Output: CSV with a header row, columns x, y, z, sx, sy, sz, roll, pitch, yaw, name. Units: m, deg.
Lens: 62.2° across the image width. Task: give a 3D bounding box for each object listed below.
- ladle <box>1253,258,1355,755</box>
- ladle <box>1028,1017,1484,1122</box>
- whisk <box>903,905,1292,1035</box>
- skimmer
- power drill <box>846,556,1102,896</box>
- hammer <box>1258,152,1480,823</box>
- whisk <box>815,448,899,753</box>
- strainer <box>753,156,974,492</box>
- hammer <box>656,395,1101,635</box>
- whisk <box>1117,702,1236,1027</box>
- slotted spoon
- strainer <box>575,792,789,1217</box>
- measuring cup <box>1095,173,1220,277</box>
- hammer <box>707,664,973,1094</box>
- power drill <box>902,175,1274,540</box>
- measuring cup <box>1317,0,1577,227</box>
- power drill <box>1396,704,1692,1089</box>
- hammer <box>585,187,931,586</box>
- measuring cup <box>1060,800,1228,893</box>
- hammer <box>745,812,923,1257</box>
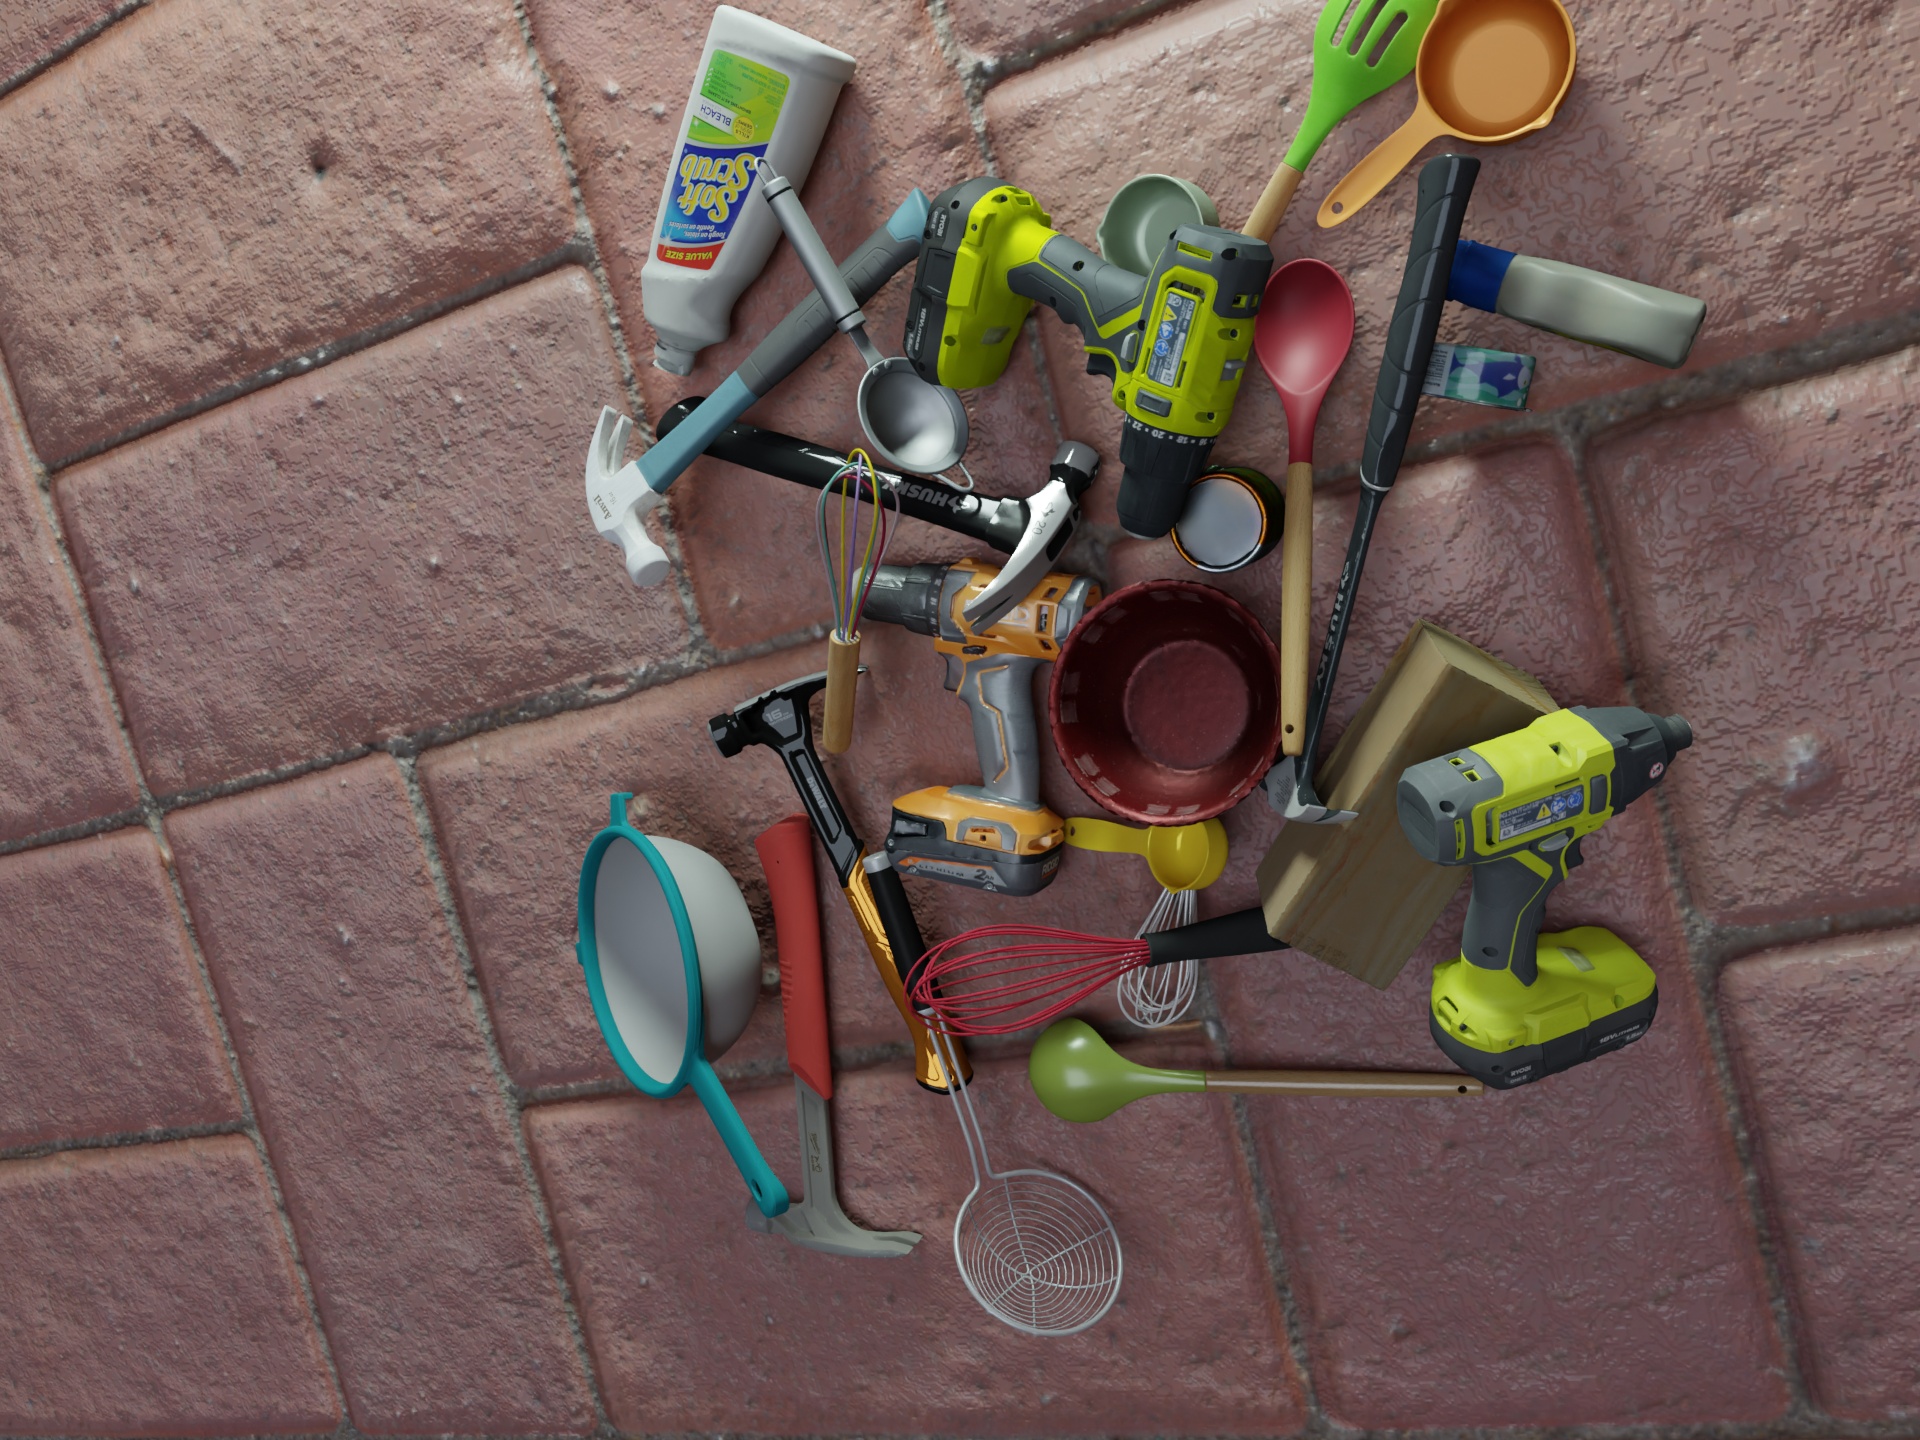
x,y,z,sx,sy,sz,roll,pitch,yaw,name
0.211,-0.134,0.986,0.069,0.031,0.315,-4,76,37,ladle
0.203,0.252,1.128,0.320,0.062,0.078,-3,99,17,ladle
0.106,0.158,1.065,0.295,0.073,0.073,-9,100,-12,whisk
0.014,0.266,1.156,0.090,0.127,0.363,-12,98,57,skimmer
-0.002,-0.004,1.133,0.185,0.084,0.226,10,100,21,power drill
0.247,-0.129,0.962,0.036,0.149,0.408,9,106,-5,hammer
-0.077,-0.073,1.082,0.047,0.051,0.244,29,132,24,whisk
-0.070,-0.261,1.070,0.050,0.087,0.258,-17,106,53,strainer
-0.078,-0.167,1.128,0.335,0.035,0.146,20,73,24,hammer
0.158,0.103,1.110,0.059,0.058,0.246,9,104,-15,whisk
0.199,-0.325,1.007,0.070,0.031,0.313,36,114,18,slotted spoon
-0.182,0.220,1.201,0.341,0.095,0.210,52,135,34,strainer
0.130,-0.269,1.040,0.083,0.038,0.167,15,113,34,measuring cup
-0.064,0.126,1.199,0.127,0.034,0.337,-24,97,3,hammer
0.075,-0.237,1.016,0.229,0.080,0.190,30,120,30,power drill
0.286,-0.357,0.950,0.173,0.052,0.095,-41,85,28,measuring cup
0.352,0.100,0.946,0.171,0.080,0.223,-18,122,-8,power drill
-0.140,-0.247,1.126,0.331,0.033,0.128,-40,66,13,hammer
0.125,0.083,1.102,0.156,0.029,0.062,4,89,55,measuring cup
-0.113,0.251,1.258,0.149,0.037,0.359,2,102,23,hammer
